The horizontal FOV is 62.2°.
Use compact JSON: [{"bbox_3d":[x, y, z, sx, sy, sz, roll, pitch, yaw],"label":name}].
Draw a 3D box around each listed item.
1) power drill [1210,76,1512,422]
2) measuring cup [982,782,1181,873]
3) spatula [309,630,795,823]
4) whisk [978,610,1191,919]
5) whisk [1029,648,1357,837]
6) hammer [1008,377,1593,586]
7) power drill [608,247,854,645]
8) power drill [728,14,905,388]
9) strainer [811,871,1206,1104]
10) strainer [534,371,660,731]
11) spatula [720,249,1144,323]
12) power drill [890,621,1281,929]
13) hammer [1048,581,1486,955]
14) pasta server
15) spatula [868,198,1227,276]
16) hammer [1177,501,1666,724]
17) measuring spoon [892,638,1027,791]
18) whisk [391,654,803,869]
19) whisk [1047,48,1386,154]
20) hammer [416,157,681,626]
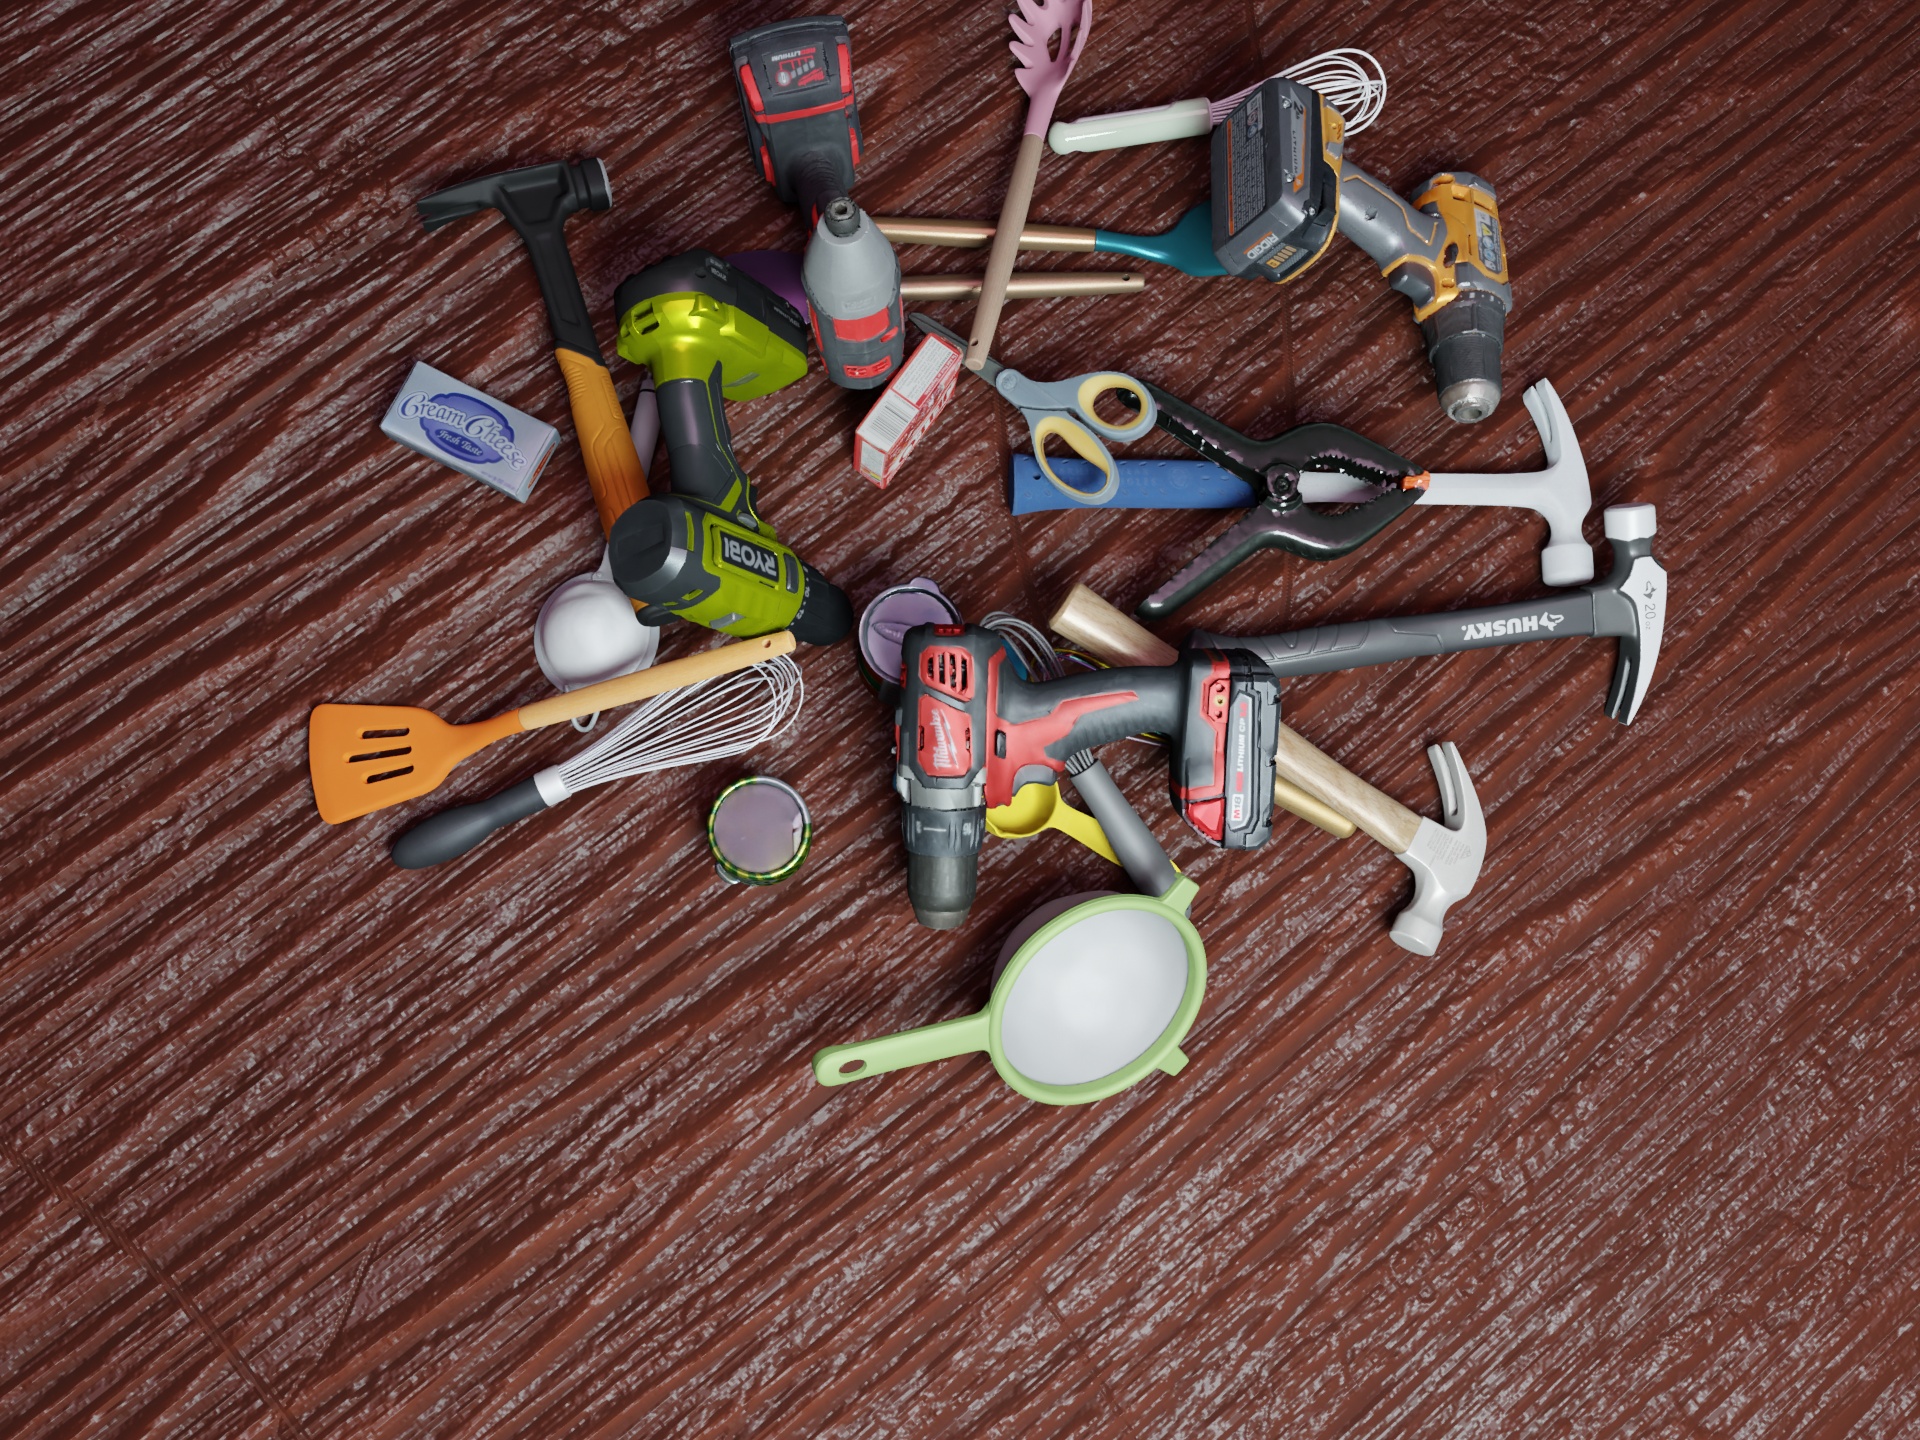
[{"bbox_3d":[0.277,-0.307,1.062,0.226,0.084,0.185,15,65,-28],"label":"power drill"},{"bbox_3d":[0.076,0.073,1.054,0.156,0.029,0.062,28,73,-12],"label":"measuring cup"},{"bbox_3d":[-0.256,-0.009,0.995,0.322,0.041,0.081,-15,74,13],"label":"spatula"},{"bbox_3d":[0.080,0.033,1.022,0.055,0.055,0.239,-35,97,-10],"label":"whisk"},{"bbox_3d":[0.155,0.016,1.062,0.245,0.051,0.047,28,107,-5],"label":"whisk"},{"bbox_3d":[0.236,-0.167,1.098,0.405,0.035,0.144,0,81,-5],"label":"hammer"},{"bbox_3d":[-0.141,-0.160,1.008,0.080,0.190,0.229,-17,71,29],"label":"power drill"},{"bbox_3d":[-0.086,-0.338,1.021,0.078,0.143,0.220,-14,65,-4],"label":"power drill"},{"bbox_3d":[0.026,0.172,0.987,0.256,0.069,0.151,-11,118,-18],"label":"strainer"},{"bbox_3d":[-0.227,-0.122,1.047,0.087,0.050,0.258,8,76,10],"label":"strainer"},{"bbox_3d":[-0.028,-0.302,1.105,0.316,0.018,0.060,-2,75,-5],"label":"spatula"},{"bbox_3d":[0.070,0.037,0.965,0.226,0.080,0.188,2,101,-1],"label":"power drill"},{"bbox_3d":[0.202,0.012,1.032,0.331,0.031,0.130,33,74,-8],"label":"hammer"},{"bbox_3d":[0.041,-0.381,1.092,0.060,0.040,0.316,3,68,29],"label":"pasta server"},{"bbox_3d":[0.069,-0.344,1.108,0.317,0.044,0.082,1,69,-4],"label":"spatula"},{"bbox_3d":[0.308,-0.052,1.073,0.334,0.035,0.146,-8,102,-1],"label":"hammer"},{"bbox_3d":[-0.002,-0.003,1.055,0.042,0.021,0.128,39,78,2],"label":"measuring spoon"},{"bbox_3d":[-0.230,0.028,1.014,0.284,0.070,0.070,-26,84,-4],"label":"whisk"},{"bbox_3d":[0.183,-0.433,1.133,0.246,0.058,0.059,-10,112,-3],"label":"whisk"},{"bbox_3d":[-0.249,-0.213,1.035,0.127,0.034,0.337,-17,75,-13],"label":"hammer"}]
